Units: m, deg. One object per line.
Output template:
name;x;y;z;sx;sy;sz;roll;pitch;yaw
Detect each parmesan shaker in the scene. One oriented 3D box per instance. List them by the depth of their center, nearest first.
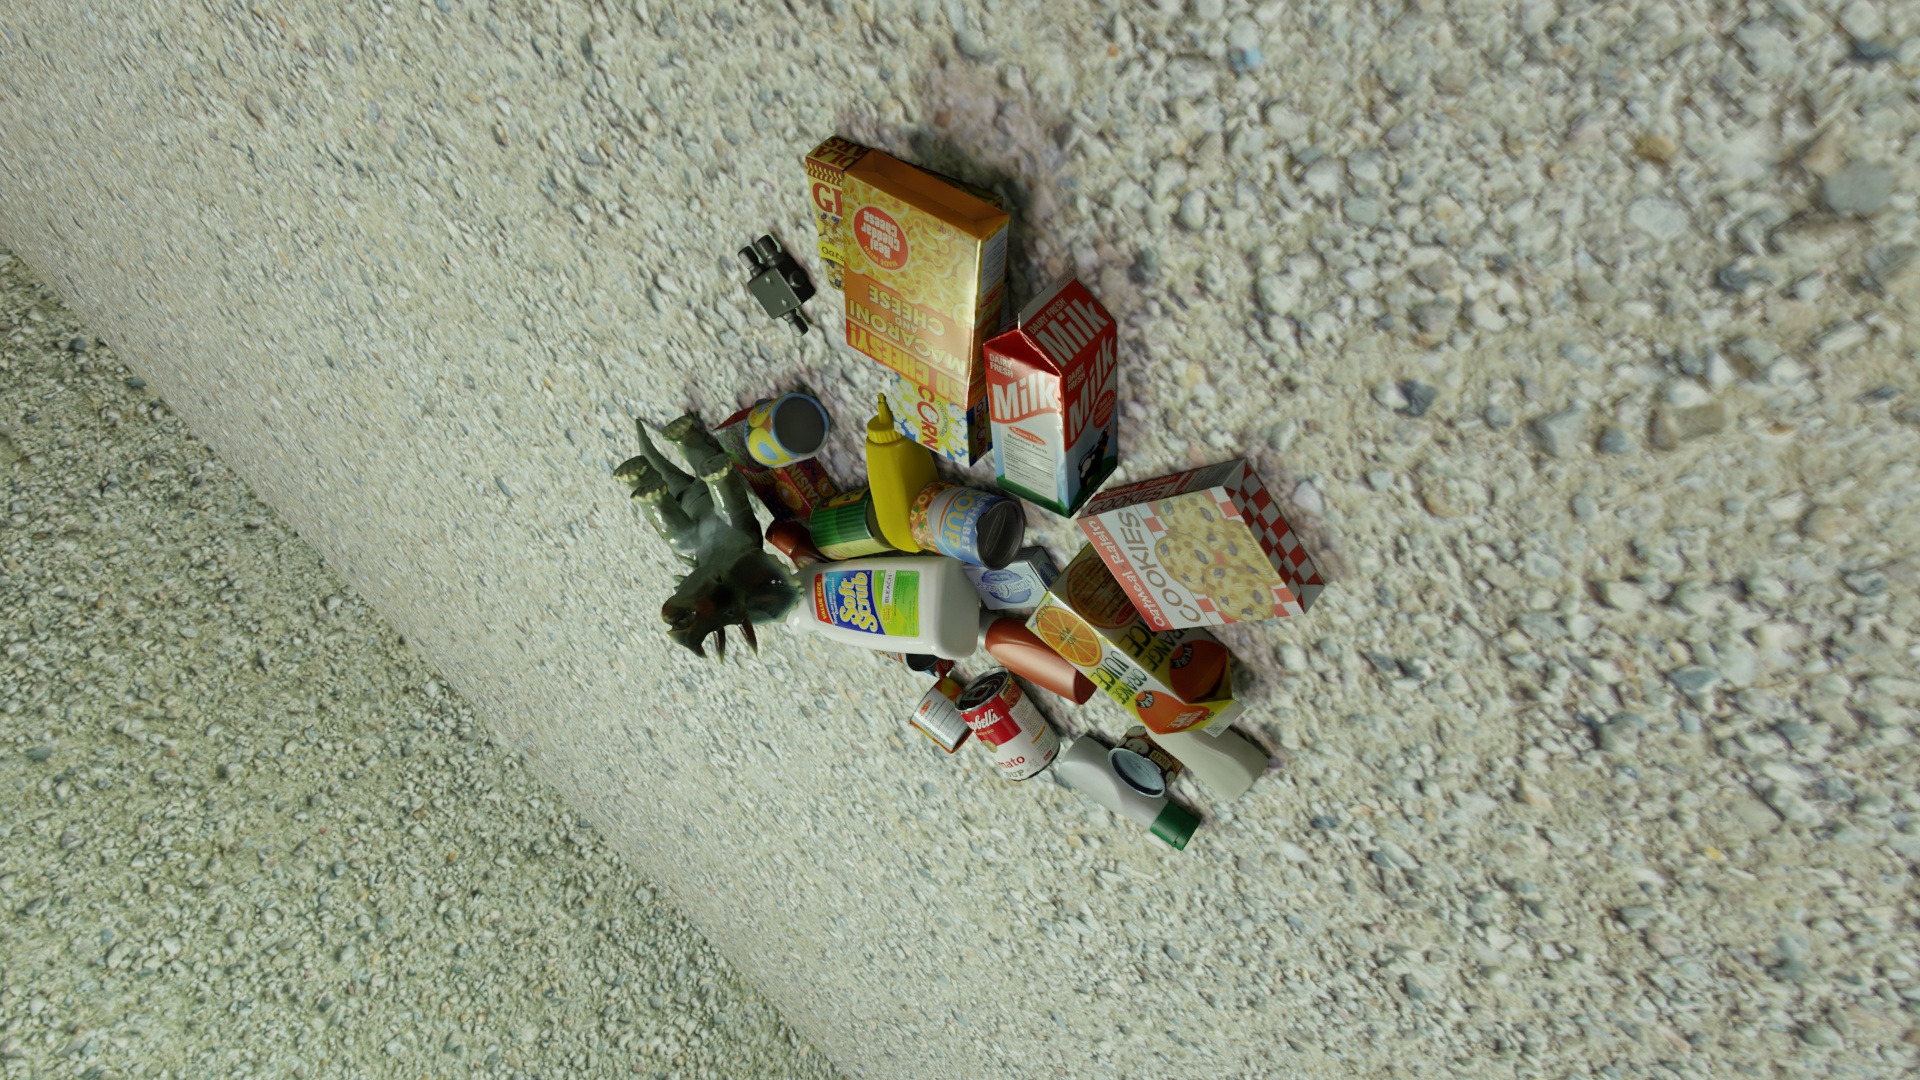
parmesan shaker;-0.092;-0.019;1.367;0.103;0.071;0.071;-11;119;53

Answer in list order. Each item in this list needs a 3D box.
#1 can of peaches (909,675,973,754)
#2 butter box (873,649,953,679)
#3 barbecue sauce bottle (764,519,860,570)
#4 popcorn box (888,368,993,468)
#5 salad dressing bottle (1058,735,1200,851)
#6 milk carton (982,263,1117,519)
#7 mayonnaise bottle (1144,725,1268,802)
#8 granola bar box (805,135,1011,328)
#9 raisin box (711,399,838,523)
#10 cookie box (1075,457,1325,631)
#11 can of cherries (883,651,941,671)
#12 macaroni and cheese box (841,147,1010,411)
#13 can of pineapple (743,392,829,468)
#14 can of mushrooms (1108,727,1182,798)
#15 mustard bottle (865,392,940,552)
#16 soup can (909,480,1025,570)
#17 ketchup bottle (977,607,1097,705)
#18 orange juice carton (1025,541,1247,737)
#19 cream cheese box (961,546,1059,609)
can of peaches;-0.012;0.190;1.519;0.058;0.071;0.071;36;148;13
butter box;-0.059;0.112;1.518;0.103;0.024;0.053;19;141;36
barbecue sauce bottle;-0.144;0.027;1.499;0.149;0.044;0.064;37;139;14
popcorn box;-0.017;-0.130;1.167;0.085;0.038;0.126;28;145;25
salad dressing bottle;0.170;0.256;1.402;0.148;0.044;0.064;34;145;16
milk carton;0.070;-0.115;1.052;0.073;0.073;0.189;26;145;28
mayonnaise bottle;0.206;0.173;1.264;0.148;0.041;0.064;39;147;12
granola bar box;-0.041;-0.230;1.077;0.166;0.039;0.123;26;144;27
raisin box;-0.191;-0.080;1.433;0.086;0.040;0.123;-11;118;54
cookie box;0.185;0.007;1.093;0.167;0.040;0.122;-13;117;54
can of cherries;-0.050;0.093;1.445;0.058;0.072;0.071;26;145;38
macaroni and cheese box;-0.028;-0.190;1.029;0.124;0.040;0.165;31;146;20
can of pineapple;-0.169;-0.108;1.347;0.057;0.071;0.071;-12;118;54
can of mushrooms;0.181;0.215;1.350;0.071;0.033;0.070;31;146;24
mustard bottle;-0.055;-0.068;1.268;0.049;0.065;0.159;13;131;35
soup can;0.004;-0.016;1.249;0.084;0.072;0.071;17;139;39
ketchup bottle;0.063;0.105;1.348;0.149;0.044;0.064;23;142;32
orange juice carton;0.158;0.096;1.197;0.193;0.073;0.071;40;148;8
cream cheese box;0.050;0.036;1.300;0.103;0.024;0.053;-8;122;53
